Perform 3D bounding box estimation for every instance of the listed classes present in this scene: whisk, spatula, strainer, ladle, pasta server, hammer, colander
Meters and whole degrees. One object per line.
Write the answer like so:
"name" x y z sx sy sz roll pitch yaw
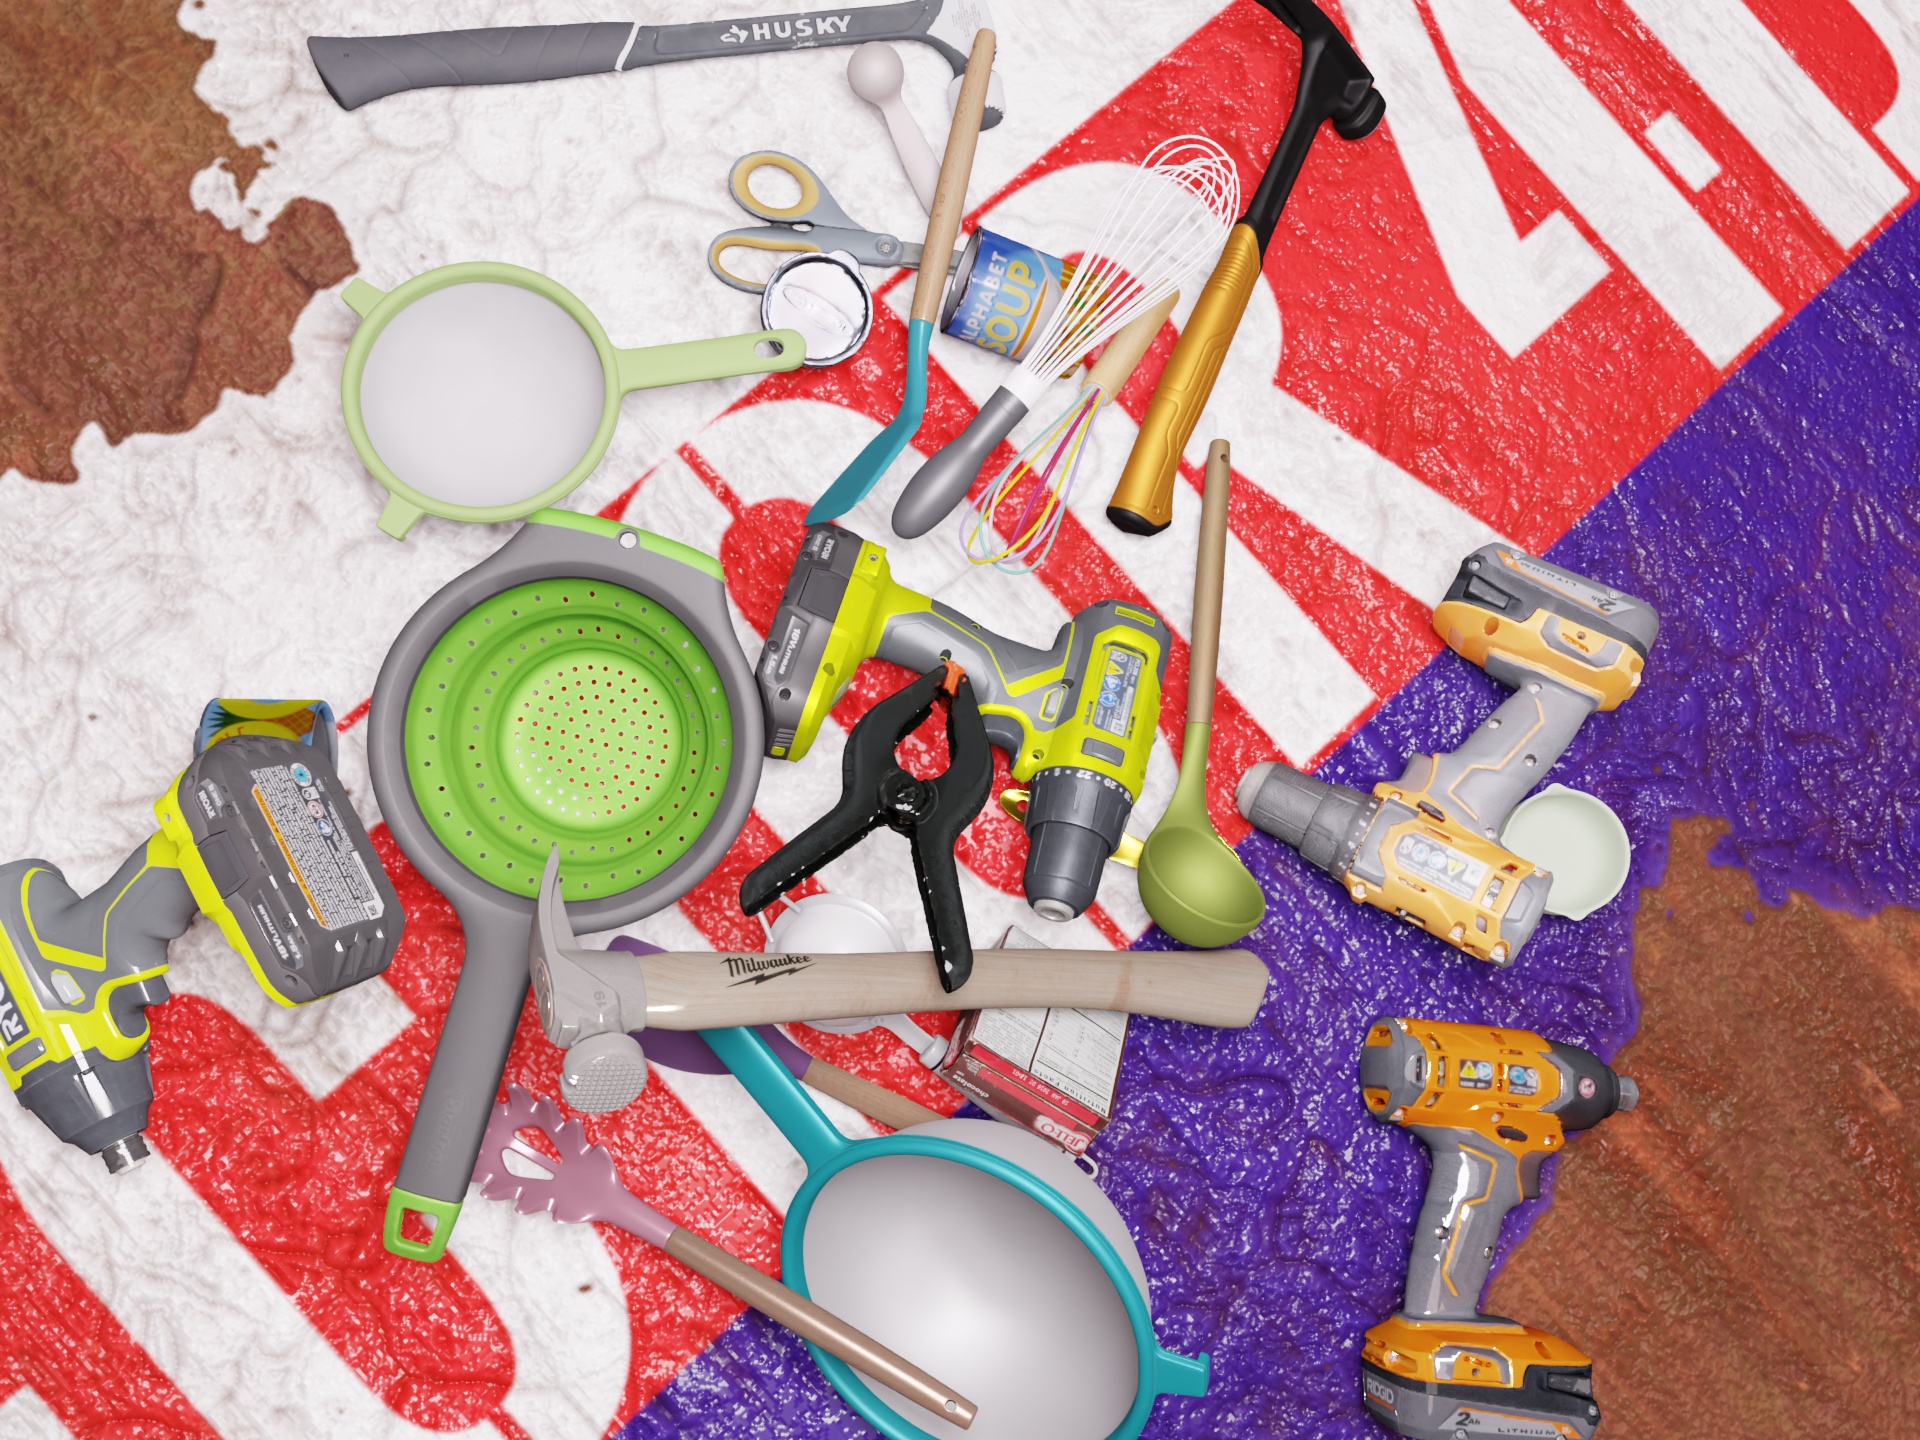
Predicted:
"whisk" 0.074 -0.179 0.944 0.051 0.047 0.245 36 64 -6
"spatula" -0.066 0.212 0.909 0.316 0.018 0.060 26 84 -3
"whisk" 0.056 -0.214 0.900 0.070 0.070 0.284 41 91 -1
"spatula" -0.026 -0.263 0.940 0.044 0.082 0.317 15 84 -24
"strainer" -0.020 0.184 0.904 0.258 0.050 0.087 39 110 -8
"strainer" -0.216 -0.187 0.913 0.256 0.069 0.151 -11 82 -10
"ladle" 0.149 -0.025 0.934 0.078 0.062 0.320 15 71 -24
"pasta server" -0.132 0.288 0.844 0.316 0.040 0.060 27 71 12
"hammer" 0.163 -0.272 0.973 0.127 0.034 0.337 28 82 -43
"hammer" -0.182 -0.416 0.965 0.409 0.036 0.149 -8 83 -9
"hammer" -0.015 0.129 0.832 0.410 0.146 0.038 4 124 -28
"strainer" -0.026 0.244 0.854 0.340 0.095 0.211 49 122 3
"colander" -0.232 0.089 0.867 0.204 0.094 0.397 17 87 -4

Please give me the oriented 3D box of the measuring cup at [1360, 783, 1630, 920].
"measuring cup" 0.320 0.087 0.974 0.167 0.038 0.083 -7 80 2

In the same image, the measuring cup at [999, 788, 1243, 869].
"measuring cup" 0.095 0.078 0.949 0.156 0.029 0.062 24 76 5

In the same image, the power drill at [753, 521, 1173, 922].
"power drill" -0.001 -0.003 0.898 0.228 0.080 0.191 19 63 -5

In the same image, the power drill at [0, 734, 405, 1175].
"power drill" -0.402 0.120 0.809 0.223 0.080 0.171 -29 86 18

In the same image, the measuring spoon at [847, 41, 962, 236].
"measuring spoon" -0.030 -0.349 0.962 0.034 0.018 0.124 -27 113 6

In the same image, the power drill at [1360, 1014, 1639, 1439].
"power drill" 0.315 0.292 0.923 0.164 0.084 0.226 7 78 -8

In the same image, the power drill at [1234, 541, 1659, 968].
"power drill" 0.287 0.009 0.945 0.185 0.084 0.226 26 79 19
